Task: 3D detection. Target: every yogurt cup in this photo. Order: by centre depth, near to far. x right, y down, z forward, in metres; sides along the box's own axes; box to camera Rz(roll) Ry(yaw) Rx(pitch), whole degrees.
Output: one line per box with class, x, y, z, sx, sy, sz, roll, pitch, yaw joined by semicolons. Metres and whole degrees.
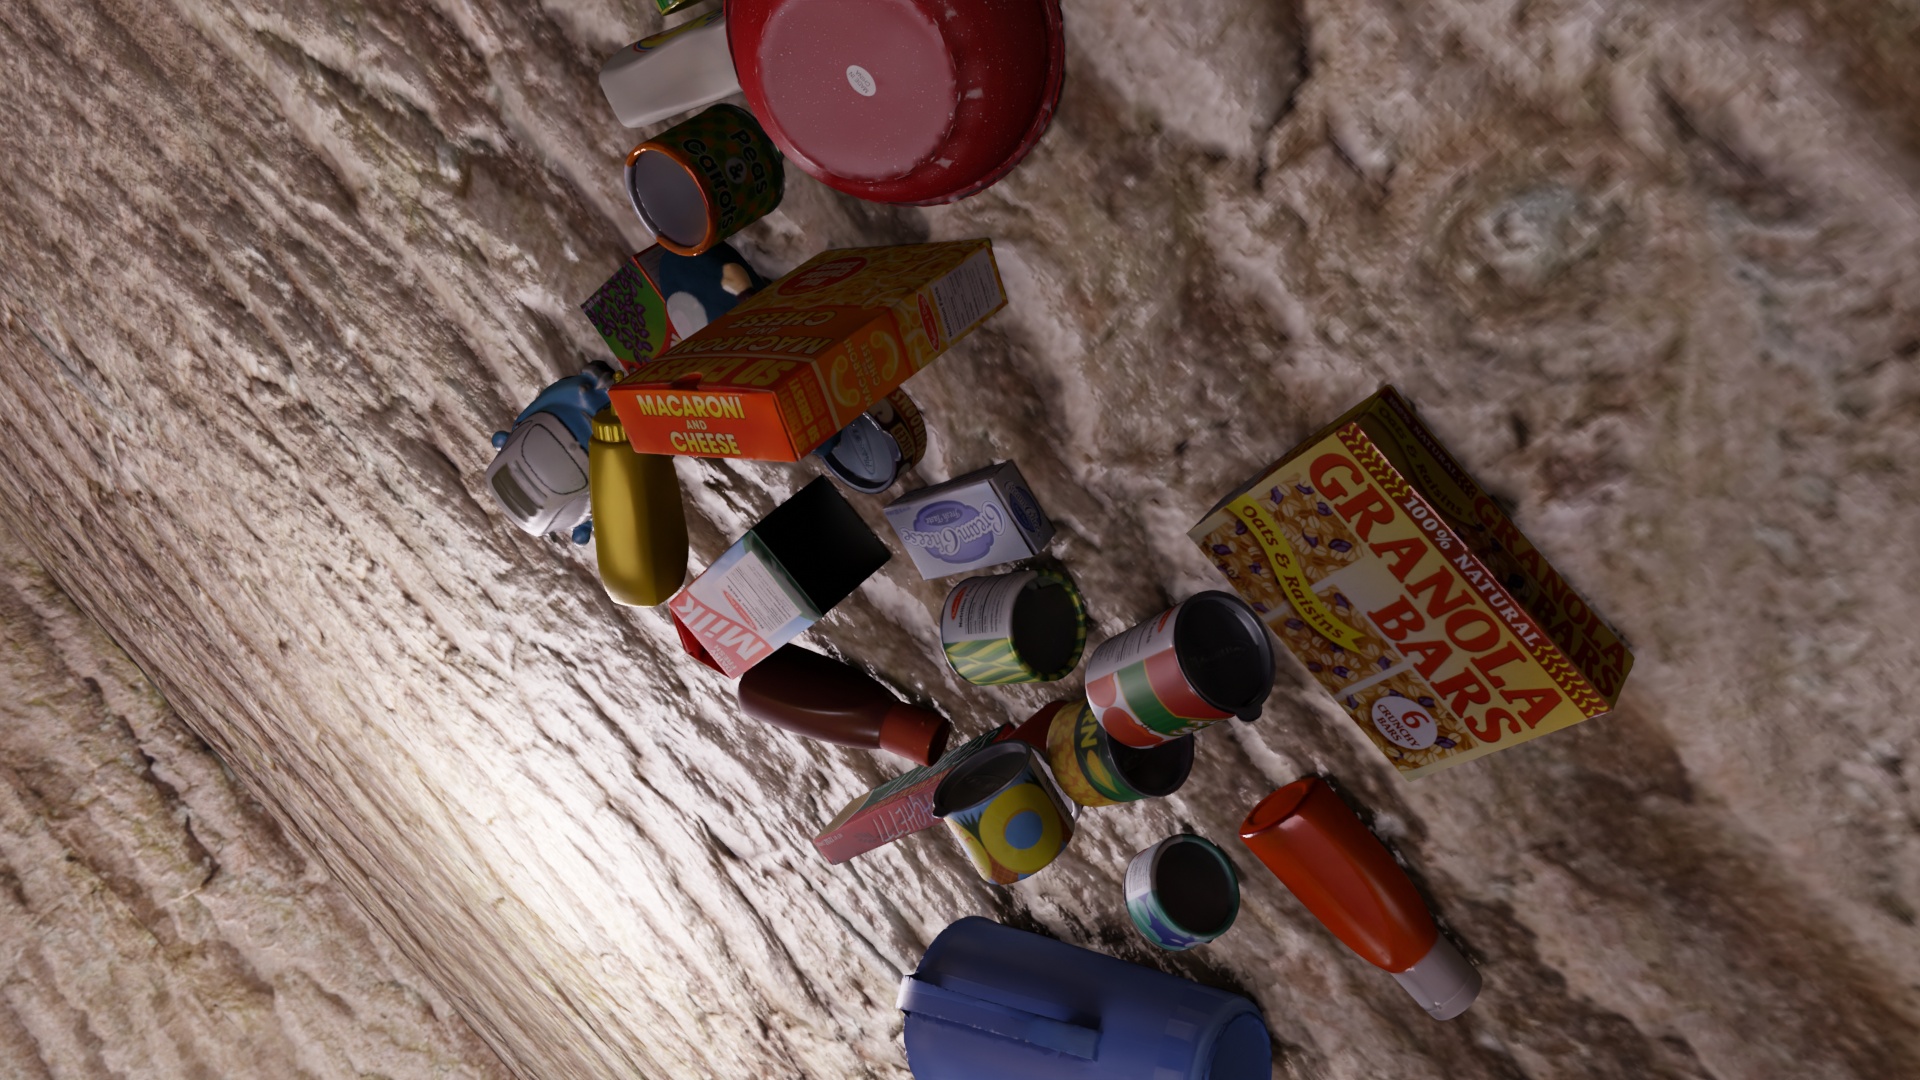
yogurt cup;0.059;0.138;0.870;0.072;0.054;0.072;25;137;26

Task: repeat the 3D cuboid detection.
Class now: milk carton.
milk carton;-0.135;0.034;0.950;0.073;0.073;0.189;51;141;-4

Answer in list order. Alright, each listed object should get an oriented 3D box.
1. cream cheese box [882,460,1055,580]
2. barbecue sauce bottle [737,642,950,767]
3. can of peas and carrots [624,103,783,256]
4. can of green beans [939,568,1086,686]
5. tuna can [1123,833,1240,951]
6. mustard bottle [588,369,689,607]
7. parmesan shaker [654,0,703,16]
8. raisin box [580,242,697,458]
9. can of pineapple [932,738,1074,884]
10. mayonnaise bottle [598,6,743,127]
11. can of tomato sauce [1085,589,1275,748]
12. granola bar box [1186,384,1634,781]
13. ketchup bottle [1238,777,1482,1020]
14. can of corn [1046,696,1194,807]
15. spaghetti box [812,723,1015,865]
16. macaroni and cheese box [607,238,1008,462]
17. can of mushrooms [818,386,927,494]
cream cheese box;0.003;-0.010;0.818;0.103;0.024;0.053;-14;113;49
barbecue sauce bottle;-0.081;0.118;0.983;0.148;0.065;0.043;17;129;21
can of peas and carrots;-0.139;-0.197;0.761;0.071;0.059;0.070;25;138;26
can of green beans;0.032;0.051;0.810;0.057;0.071;0.071;-10;116;47
tuna can;0.138;0.218;0.855;0.071;0.071;0.032;45;142;2
mustard bottle;-0.216;-0.037;0.918;0.049;0.065;0.159;4;114;15
parmesan shaker;-0.136;-0.309;0.649;0.071;0.072;0.102;-4;119;45
raisin box;-0.175;-0.120;0.879;0.086;0.040;0.123;-22;107;50
can of pineapple;0.025;0.161;0.819;0.071;0.071;0.057;-14;113;49
mayonnaise bottle;-0.108;-0.245;0.688;0.148;0.065;0.041;-6;121;35
can of tomato sauce;0.118;0.073;0.746;0.071;0.071;0.082;50;143;-3
granola bar box;0.204;0.024;0.644;0.165;0.039;0.123;48;143;-1
ketchup bottle;0.226;0.201;0.775;0.149;0.044;0.064;47;143;0
can of corn;0.091;0.118;0.812;0.071;0.071;0.058;54;142;-8
spaghetti box;-0.033;0.188;1.005;0.028;0.050;0.249;49;142;-4
macaroni and cheese box;-0.075;-0.099;0.697;0.123;0.167;0.040;6;126;40
can of mushrooms;-0.053;-0.063;0.817;0.071;0.034;0.070;25;137;27
